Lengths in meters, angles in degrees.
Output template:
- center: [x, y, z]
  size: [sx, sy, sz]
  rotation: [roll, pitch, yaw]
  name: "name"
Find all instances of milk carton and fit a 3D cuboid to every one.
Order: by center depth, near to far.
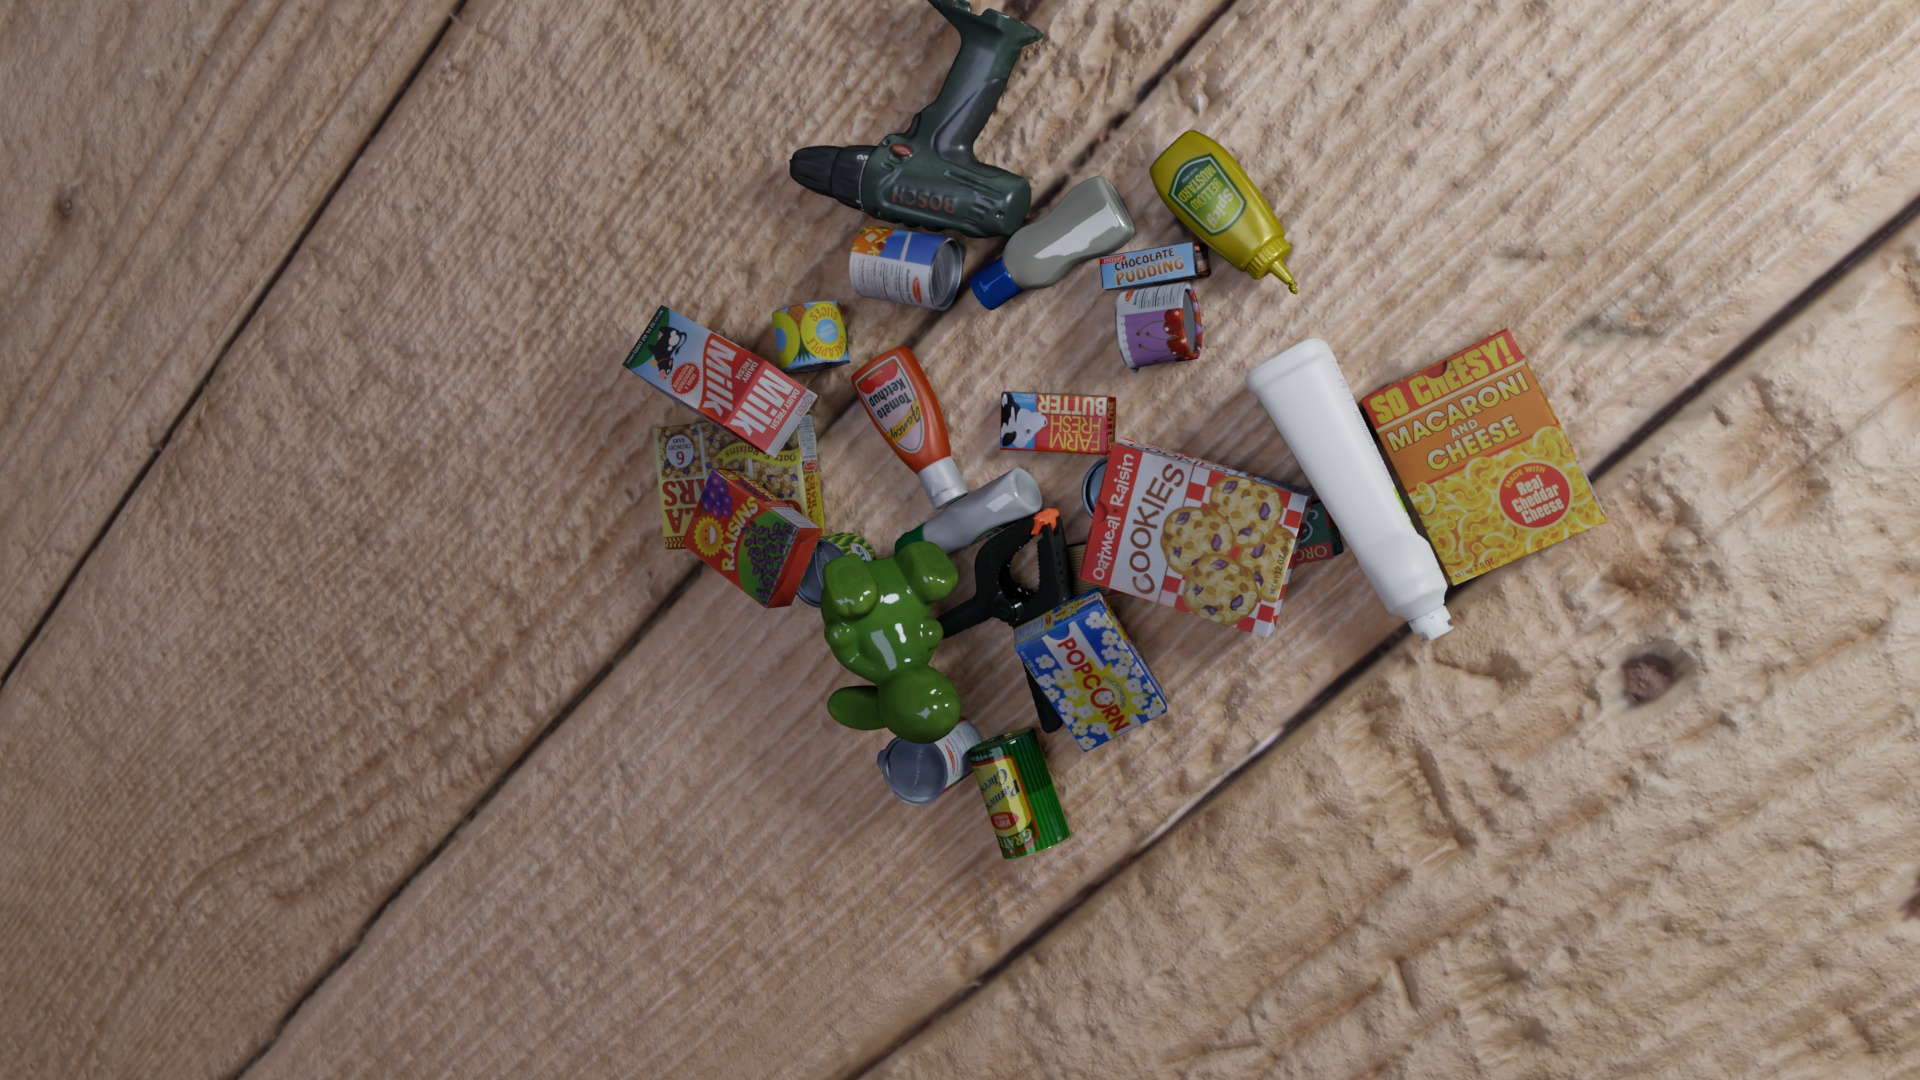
- center: [-0.219, -0.145, 1.305]
  size: [0.191, 0.073, 0.072]
  rotation: [31, 86, 31]
  name: "milk carton"

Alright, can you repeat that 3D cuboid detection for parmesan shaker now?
- center: [0.051, 0.231, 1.269]
  size: [0.071, 0.071, 0.103]
  rotation: [-21, 88, 24]
  name: "parmesan shaker"

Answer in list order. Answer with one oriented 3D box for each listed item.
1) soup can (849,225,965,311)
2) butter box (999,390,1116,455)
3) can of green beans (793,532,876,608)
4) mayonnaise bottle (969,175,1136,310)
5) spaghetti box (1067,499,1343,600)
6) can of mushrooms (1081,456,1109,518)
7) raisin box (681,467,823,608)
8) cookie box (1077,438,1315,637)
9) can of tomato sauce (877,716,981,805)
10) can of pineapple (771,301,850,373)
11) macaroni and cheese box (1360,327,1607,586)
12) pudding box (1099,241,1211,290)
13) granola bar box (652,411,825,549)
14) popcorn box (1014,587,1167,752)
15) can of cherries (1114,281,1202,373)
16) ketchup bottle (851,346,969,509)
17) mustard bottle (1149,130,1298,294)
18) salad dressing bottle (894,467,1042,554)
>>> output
- center: [-0.048, -0.248, 1.255]
  size: [0.084, 0.071, 0.071]
  rotation: [14, 102, 22]
  name: "soup can"
- center: [0.086, -0.105, 1.235]
  size: [0.103, 0.024, 0.053]
  rotation: [5, 98, 23]
  name: "butter box"
- center: [-0.120, 0.027, 1.322]
  size: [0.071, 0.058, 0.071]
  rotation: [3, 97, 23]
  name: "can of green beans"
- center: [0.077, -0.254, 1.213]
  size: [0.147, 0.041, 0.065]
  rotation: [-30, 83, 25]
  name: "mayonnaise bottle"
- center: [0.199, 0.010, 1.198]
  size: [0.250, 0.029, 0.050]
  rotation: [-11, 93, 24]
  name: "spaghetti box"
- center: [0.143, -0.040, 1.213]
  size: [0.071, 0.033, 0.071]
  rotation: [3, 97, 23]
  name: "can of mushrooms"
- center: [-0.198, -0.003, 1.305]
  size: [0.123, 0.040, 0.086]
  rotation: [34, 109, 29]
  name: "raisin box"
- center: [0.194, -0.004, 1.156]
  size: [0.167, 0.040, 0.122]
  rotation: [18, 104, 19]
  name: "cookie box"
- center: [-0.027, 0.201, 1.289]
  size: [0.071, 0.083, 0.071]
  rotation: [3, 98, 23]
  name: "can of tomato sauce"
- center: [-0.139, -0.190, 1.298]
  size: [0.071, 0.071, 0.058]
  rotation: [-8, 93, 24]
  name: "can of pineapple"
- center: [0.409, -0.066, 1.091]
  size: [0.123, 0.040, 0.166]
  rotation: [-27, 85, 23]
  name: "macaroni and cheese box"
- center: [0.165, -0.231, 1.172]
  size: [0.083, 0.050, 0.030]
  rotation: [-4, 97, 25]
  name: "pudding box"
- center: [-0.218, -0.058, 1.364]
  size: [0.165, 0.039, 0.124]
  rotation: [-4, 94, 23]
  name: "granola bar box"
- center: [0.113, 0.113, 1.208]
  size: [0.085, 0.038, 0.126]
  rotation: [-28, 112, 14]
  name: "popcorn box"
- center: [0.168, -0.179, 1.170]
  size: [0.058, 0.071, 0.071]
  rotation: [-6, 94, 23]
  name: "can of cherries"
- center: [-0.041, -0.101, 1.280]
  size: [0.064, 0.043, 0.149]
  rotation: [-30, 85, 23]
  name: "ketchup bottle"
- center: [0.226, -0.264, 1.142]
  size: [0.065, 0.049, 0.160]
  rotation: [-44, 78, 23]
  name: "mustard bottle"
- center: [0.005, -0.016, 1.264]
  size: [0.147, 0.064, 0.044]
  rotation: [-28, 95, 32]
  name: "salad dressing bottle"
